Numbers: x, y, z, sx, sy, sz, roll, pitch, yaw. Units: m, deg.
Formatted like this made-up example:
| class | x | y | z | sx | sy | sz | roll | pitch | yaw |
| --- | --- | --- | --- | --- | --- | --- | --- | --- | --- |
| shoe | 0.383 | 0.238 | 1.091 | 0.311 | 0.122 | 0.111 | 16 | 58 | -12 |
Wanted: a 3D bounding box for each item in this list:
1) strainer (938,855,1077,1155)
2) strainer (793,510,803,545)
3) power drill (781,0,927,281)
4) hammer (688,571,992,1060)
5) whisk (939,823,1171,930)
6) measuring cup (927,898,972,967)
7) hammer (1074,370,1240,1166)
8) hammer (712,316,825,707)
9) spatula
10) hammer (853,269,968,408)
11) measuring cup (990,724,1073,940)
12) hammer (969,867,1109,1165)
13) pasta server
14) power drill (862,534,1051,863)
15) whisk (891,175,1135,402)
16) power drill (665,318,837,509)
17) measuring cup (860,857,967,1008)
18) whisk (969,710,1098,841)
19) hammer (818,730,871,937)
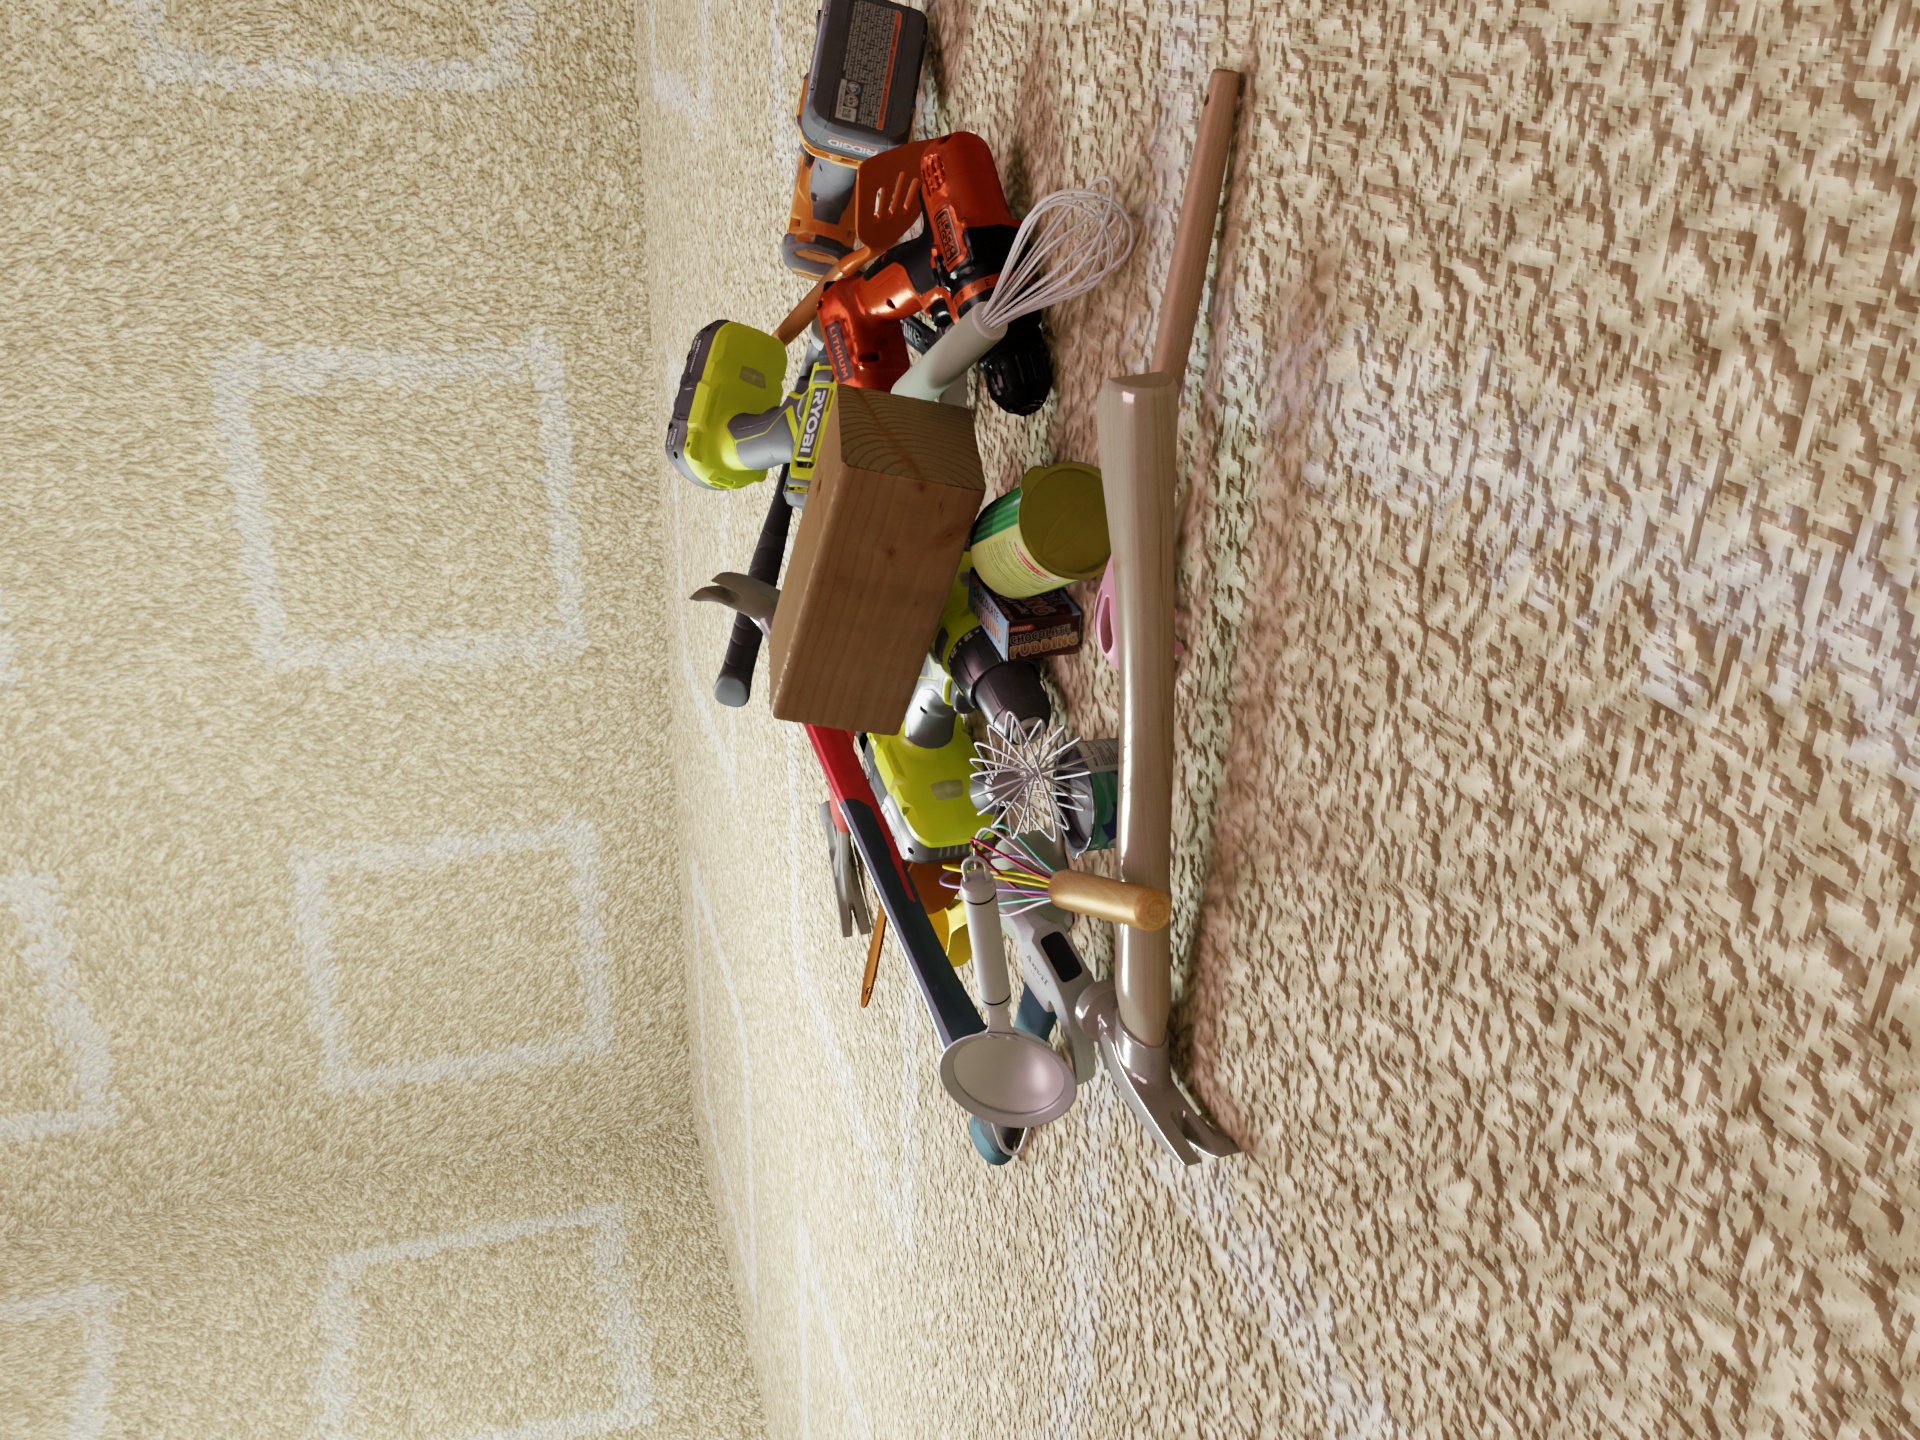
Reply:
| class | x | y | z | sx | sy | sz | roll | pitch | yaw |
| --- | --- | --- | --- | --- | --- | --- | --- | --- | --- |
| strainer | 0.023 | 0.166 | 0.938 | 0.050 | 0.087 | 0.258 | -75 | -17 | -45 |
| strainer | -0.110 | -0.135 | 1.355 | 0.341 | 0.095 | 0.211 | -136 | 47 | -57 |
| power drill | -0.086 | -0.468 | 1.228 | 0.226 | 0.084 | 0.185 | 145 | 135 | -74 |
| hammer | -0.075 | 0.064 | 1.097 | 0.143 | 0.038 | 0.387 | 24 | -144 | -58 |
| whisk | 0.052 | 0.090 | 0.878 | 0.051 | 0.047 | 0.245 | -56 | 19 | -12 |
| measuring cup | 0.013 | 0.151 | 1.241 | 0.156 | 0.029 | 0.062 | 136 | 132 | -55 |
| hammer | 0.098 | 0.032 | 0.809 | 0.146 | 0.038 | 0.410 | -129 | 31 | -59 |
| hammer | -0.156 | -0.173 | 1.363 | 0.146 | 0.035 | 0.335 | 143 | 141 | -76 |
| spatula | -0.102 | -0.352 | 1.242 | 0.322 | 0.081 | 0.041 | -22 | 95 | 60 |
| hammer | -0.060 | -0.328 | 1.288 | 0.409 | 0.036 | 0.149 | -125 | 32 | -60 |
| measuring cup | 0.047 | 0.075 | 1.052 | 0.083 | 0.038 | 0.167 | -118 | 25 | -53 |
| hammer | 0.041 | 0.232 | 1.098 | 0.128 | 0.033 | 0.330 | 54 | 155 | 26 |
| pasta server | 0.107 | -0.157 | 0.797 | 0.060 | 0.040 | 0.316 | -120 | 33 | -55 |
| power drill | -0.002 | -0.004 | 1.131 | 0.228 | 0.080 | 0.191 | 104 | 150 | -45 |
| whisk | 0.021 | -0.238 | 0.926 | 0.246 | 0.057 | 0.059 | -28 | 47 | 57 |
| power drill | -0.133 | -0.250 | 1.243 | 0.223 | 0.080 | 0.171 | 15 | 90 | 50 |
| measuring cup | -0.036 | 0.146 | 1.236 | 0.095 | 0.052 | 0.174 | -31 | 41 | 59 |
| whisk | 0.029 | 0.038 | 0.916 | 0.284 | 0.070 | 0.070 | 129 | 133 | -84 |
| hammer | -0.112 | 0.081 | 1.519 | 0.358 | 0.036 | 0.149 | 97 | 162 | -63 |
